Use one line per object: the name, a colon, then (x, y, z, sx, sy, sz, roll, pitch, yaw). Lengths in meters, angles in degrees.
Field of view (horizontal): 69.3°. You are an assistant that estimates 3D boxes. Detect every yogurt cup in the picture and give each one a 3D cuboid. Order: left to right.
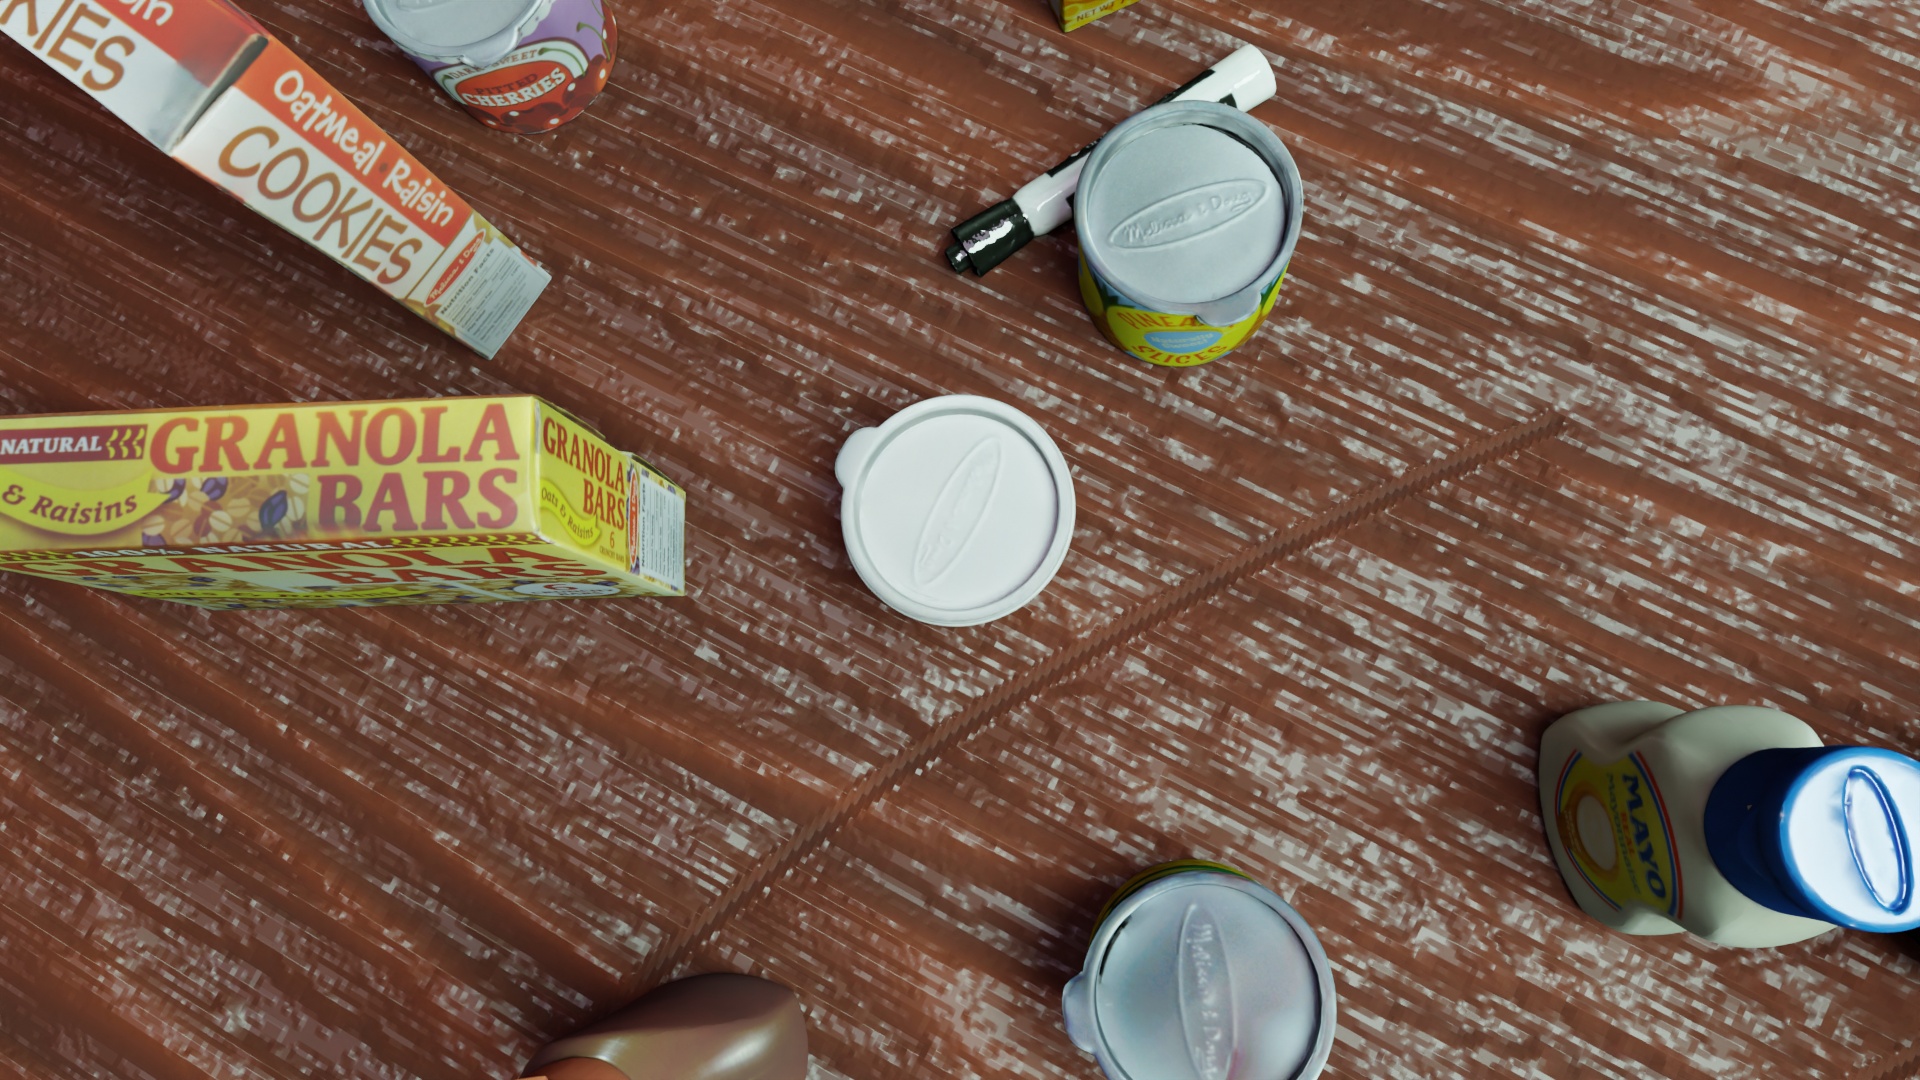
yogurt cup: (0.002, -0.005, 0.423, 0.072, 0.054, 0.072, -1, 80, 6)

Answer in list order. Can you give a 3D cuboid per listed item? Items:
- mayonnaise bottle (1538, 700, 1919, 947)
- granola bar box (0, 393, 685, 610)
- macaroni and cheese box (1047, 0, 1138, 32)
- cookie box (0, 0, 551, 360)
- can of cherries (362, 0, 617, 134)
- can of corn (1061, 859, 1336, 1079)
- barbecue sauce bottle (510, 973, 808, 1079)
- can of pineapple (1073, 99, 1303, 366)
mayonnaise bottle: (0.186, 0.069, 0.342, 0.041, 0.148, 0.065, -10, 80, 5)
granola bar box: (-0.178, -0.007, 0.406, 0.165, 0.124, 0.039, -2, 80, 6)
macaroni and cheese box: (0.076, -0.227, 0.397, 0.124, 0.166, 0.040, -24, 79, 2)
cookie box: (-0.209, -0.124, 0.408, 0.123, 0.167, 0.040, 35, 86, 11)
can of cherries: (-0.156, -0.177, 0.468, 0.071, 0.058, 0.071, -1, 80, 6)
can of corn: (0.065, 0.125, 0.391, 0.071, 0.058, 0.071, -1, 80, 6)
barbecue sauce bottle: (-0.084, 0.144, 0.357, 0.065, 0.148, 0.044, -9, 80, 5)
can of pineapple: (0.069, -0.091, 0.429, 0.071, 0.058, 0.071, -1, 80, 6)
